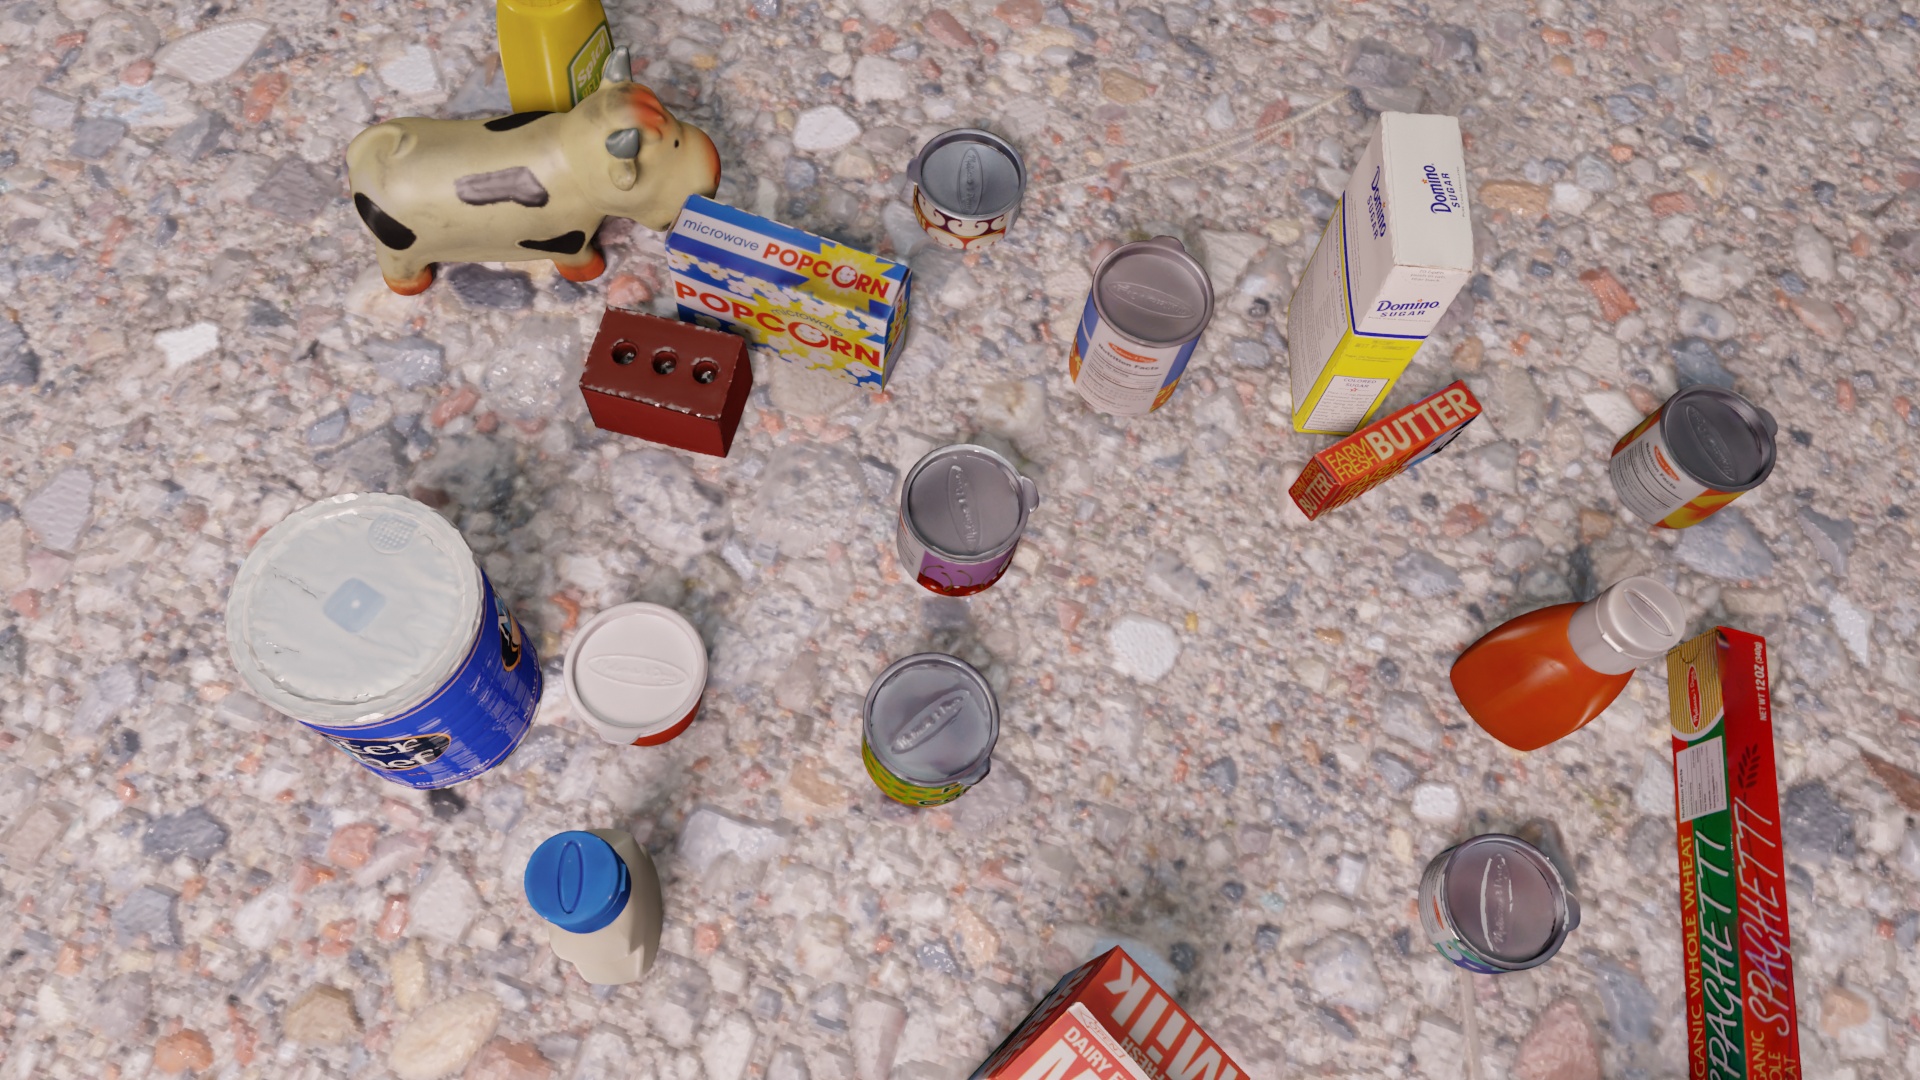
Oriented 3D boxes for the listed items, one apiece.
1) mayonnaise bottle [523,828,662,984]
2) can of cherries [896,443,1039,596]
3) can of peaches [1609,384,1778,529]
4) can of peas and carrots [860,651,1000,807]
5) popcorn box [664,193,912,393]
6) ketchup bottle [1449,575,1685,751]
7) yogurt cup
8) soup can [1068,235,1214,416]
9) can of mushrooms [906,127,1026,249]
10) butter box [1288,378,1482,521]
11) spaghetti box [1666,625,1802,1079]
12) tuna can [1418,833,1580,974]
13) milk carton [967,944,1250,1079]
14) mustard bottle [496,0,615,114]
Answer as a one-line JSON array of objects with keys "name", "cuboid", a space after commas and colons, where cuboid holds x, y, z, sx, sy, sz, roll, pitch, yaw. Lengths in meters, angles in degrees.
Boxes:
[{"name": "mayonnaise bottle", "cuboid": [-0.157, 0.155, 0.603, 0.041, 0.147, 0.065, -1, 69, -6]}, {"name": "can of cherries", "cuboid": [0.003, -0.009, 0.734, 0.071, 0.058, 0.072, 2, 68, -5]}, {"name": "can of peaches", "cuboid": [0.417, -0.047, 0.790, 0.071, 0.058, 0.071, 2, 68, -5]}, {"name": "can of peas and carrots", "cuboid": [-0.014, 0.097, 0.689, 0.071, 0.058, 0.071, 2, 68, -5]}, {"name": "popcorn box", "cuboid": [-0.094, -0.134, 0.760, 0.127, 0.085, 0.038, 19, 68, 2]}, {"name": "ketchup bottle", "cuboid": [0.299, 0.060, 0.687, 0.044, 0.148, 0.065, -37, 76, -18]}, {"name": "yogurt cup", "cuboid": [-0.158, 0.070, 0.689, 0.072, 0.053, 0.072, 2, 68, -5]}, {"name": "soup can", "cuboid": [0.100, -0.118, 0.774, 0.071, 0.083, 0.071, 2, 68, -5]}, {"name": "can of mushrooms", "cuboid": [0.002, -0.210, 0.828, 0.071, 0.033, 0.071, 2, 68, -5]}, {"name": "butter box", "cuboid": [0.237, -0.050, 0.776, 0.104, 0.053, 0.024, -27, 73, -15]}, {"name": "spaghetti box", "cuboid": [0.390, 0.169, 0.705, 0.029, 0.050, 0.251, 9, 68, -2]}, {"name": "tuna can", "cuboid": [0.269, 0.183, 0.696, 0.071, 0.032, 0.071, 2, 68, -5]}, {"name": "milk carton", "cuboid": [0.058, 0.223, 0.574, 0.074, 0.189, 0.072, -42, 78, -19]}, {"name": "mustard bottle", "cuboid": [-0.225, -0.281, 0.766, 0.049, 0.159, 0.065, 25, 68, 5]}]
